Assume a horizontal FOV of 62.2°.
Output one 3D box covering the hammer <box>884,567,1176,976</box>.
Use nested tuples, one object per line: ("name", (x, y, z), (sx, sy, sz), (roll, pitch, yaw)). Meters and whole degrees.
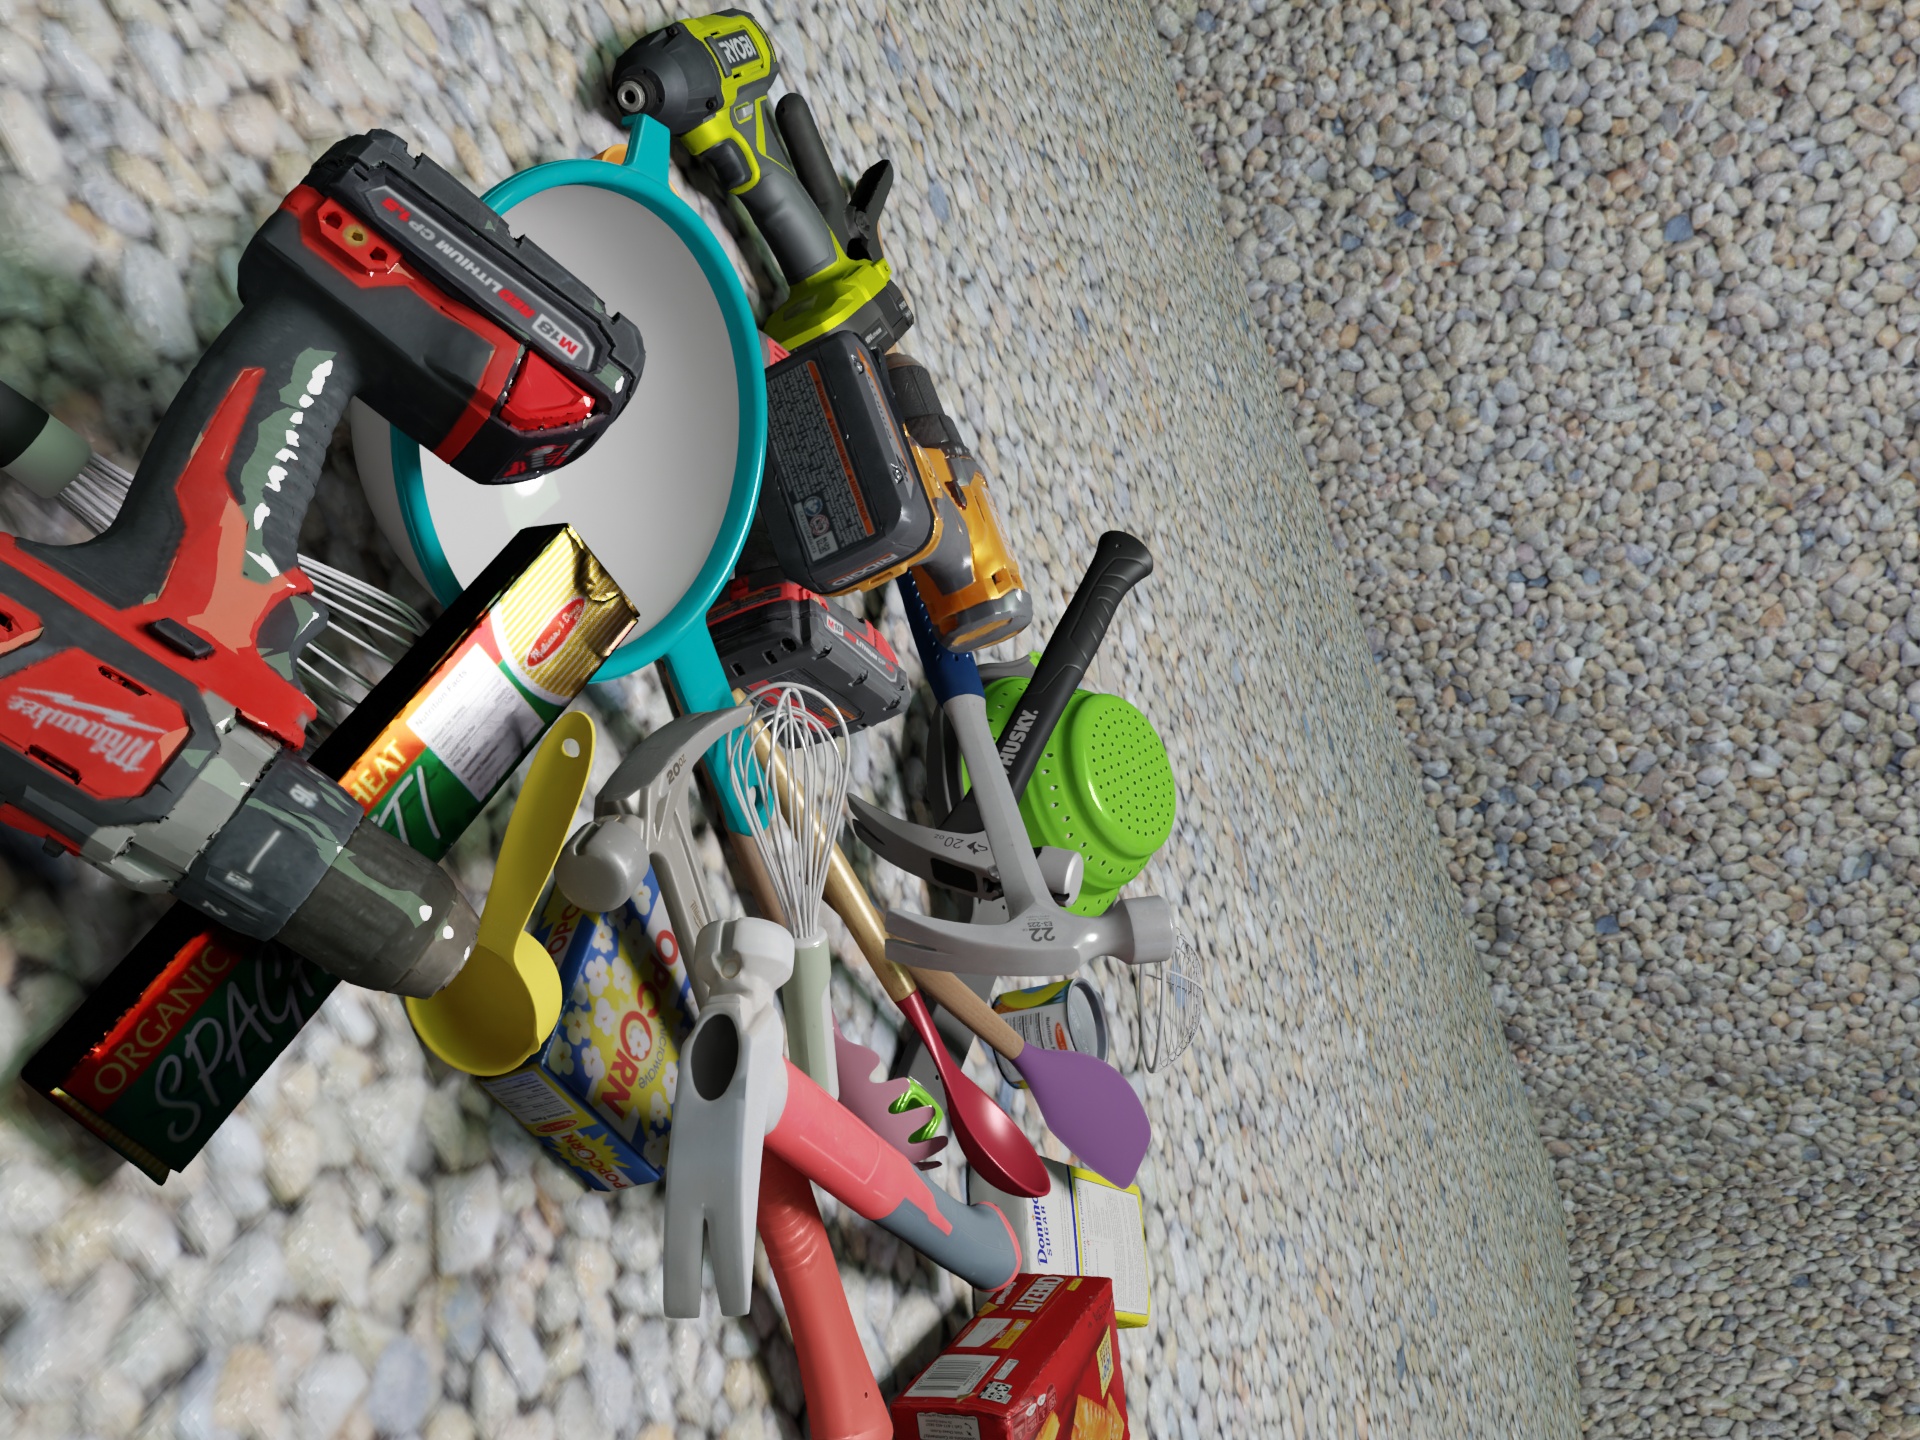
("hammer", (-0.001, -0.003, 0.936), (0.406, 0.144, 0.035), (-108, -162, -50))

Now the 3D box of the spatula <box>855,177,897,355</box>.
("spatula", (-0.044, -0.265, 1.155), (0.082, 0.044, 0.318), (29, 48, -60))

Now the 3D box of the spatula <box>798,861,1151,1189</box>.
("spatula", (0.017, 0.174, 0.915), (0.315, 0.018, 0.060), (45, 60, -29))

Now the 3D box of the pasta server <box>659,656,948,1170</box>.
("pasta server", (-0.088, 0.101, 0.833), (0.040, 0.060, 0.316), (-26, 97, -36))

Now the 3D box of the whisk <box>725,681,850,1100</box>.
("whisk", (-0.077, 0.098, 0.780), (0.058, 0.059, 0.246), (-85, 172, -70))

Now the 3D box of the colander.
("colander", (0.053, 0.100, 1.006), (0.204, 0.094, 0.397), (50, 41, -24))

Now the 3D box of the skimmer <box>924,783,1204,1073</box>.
("skimmer", (0.073, 0.146, 1.170), (0.362, 0.090, 0.127), (39, 38, -37))

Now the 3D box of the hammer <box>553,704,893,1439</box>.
("hammer", (-0.087, 0.177, 0.713), (0.149, 0.037, 0.358), (-60, 140, -63))

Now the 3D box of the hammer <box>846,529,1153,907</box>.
("hammer", (0.051, -0.018, 1.010), (0.335, 0.146, 0.035), (-61, 152, -43))

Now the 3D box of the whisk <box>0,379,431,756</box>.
("whisk", (-0.270, -0.065, 0.520), (0.284, 0.070, 0.070), (45, 37, -40))

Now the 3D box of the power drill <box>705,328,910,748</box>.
("power drill", (-0.093, -0.104, 0.912), (0.143, 0.078, 0.220), (37, 40, -54))

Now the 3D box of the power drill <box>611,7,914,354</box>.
("power drill", (-0.125, -0.315, 0.974), (0.223, 0.080, 0.171), (60, 26, -20))

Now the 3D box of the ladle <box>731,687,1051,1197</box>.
("ladle", (-0.041, 0.121, 0.831), (0.315, 0.031, 0.069), (61, 6, -8))

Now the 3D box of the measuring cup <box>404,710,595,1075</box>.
("measuring cup", (-0.160, 0.062, 0.590), (0.156, 0.062, 0.029), (-65, 172, 19))

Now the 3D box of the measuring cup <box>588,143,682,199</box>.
("measuring cup", (-0.173, -0.209, 0.826), (0.095, 0.052, 0.174), (13, 65, -63))

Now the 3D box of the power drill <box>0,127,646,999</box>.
("power drill", (-0.188, -0.044, 0.490), (0.187, 0.080, 0.227), (38, 64, -19))

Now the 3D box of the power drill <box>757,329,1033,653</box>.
("power drill", (-0.040, -0.139, 0.869), (0.226, 0.084, 0.185), (14, 54, -69))

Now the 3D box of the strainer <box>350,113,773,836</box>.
("strainer", (-0.168, -0.079, 0.714), (0.211, 0.095, 0.340), (-54, 143, -37))

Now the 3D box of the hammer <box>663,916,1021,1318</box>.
("hammer", (-0.036, 0.228, 0.726), (0.385, 0.038, 0.143), (60, 27, -56))
